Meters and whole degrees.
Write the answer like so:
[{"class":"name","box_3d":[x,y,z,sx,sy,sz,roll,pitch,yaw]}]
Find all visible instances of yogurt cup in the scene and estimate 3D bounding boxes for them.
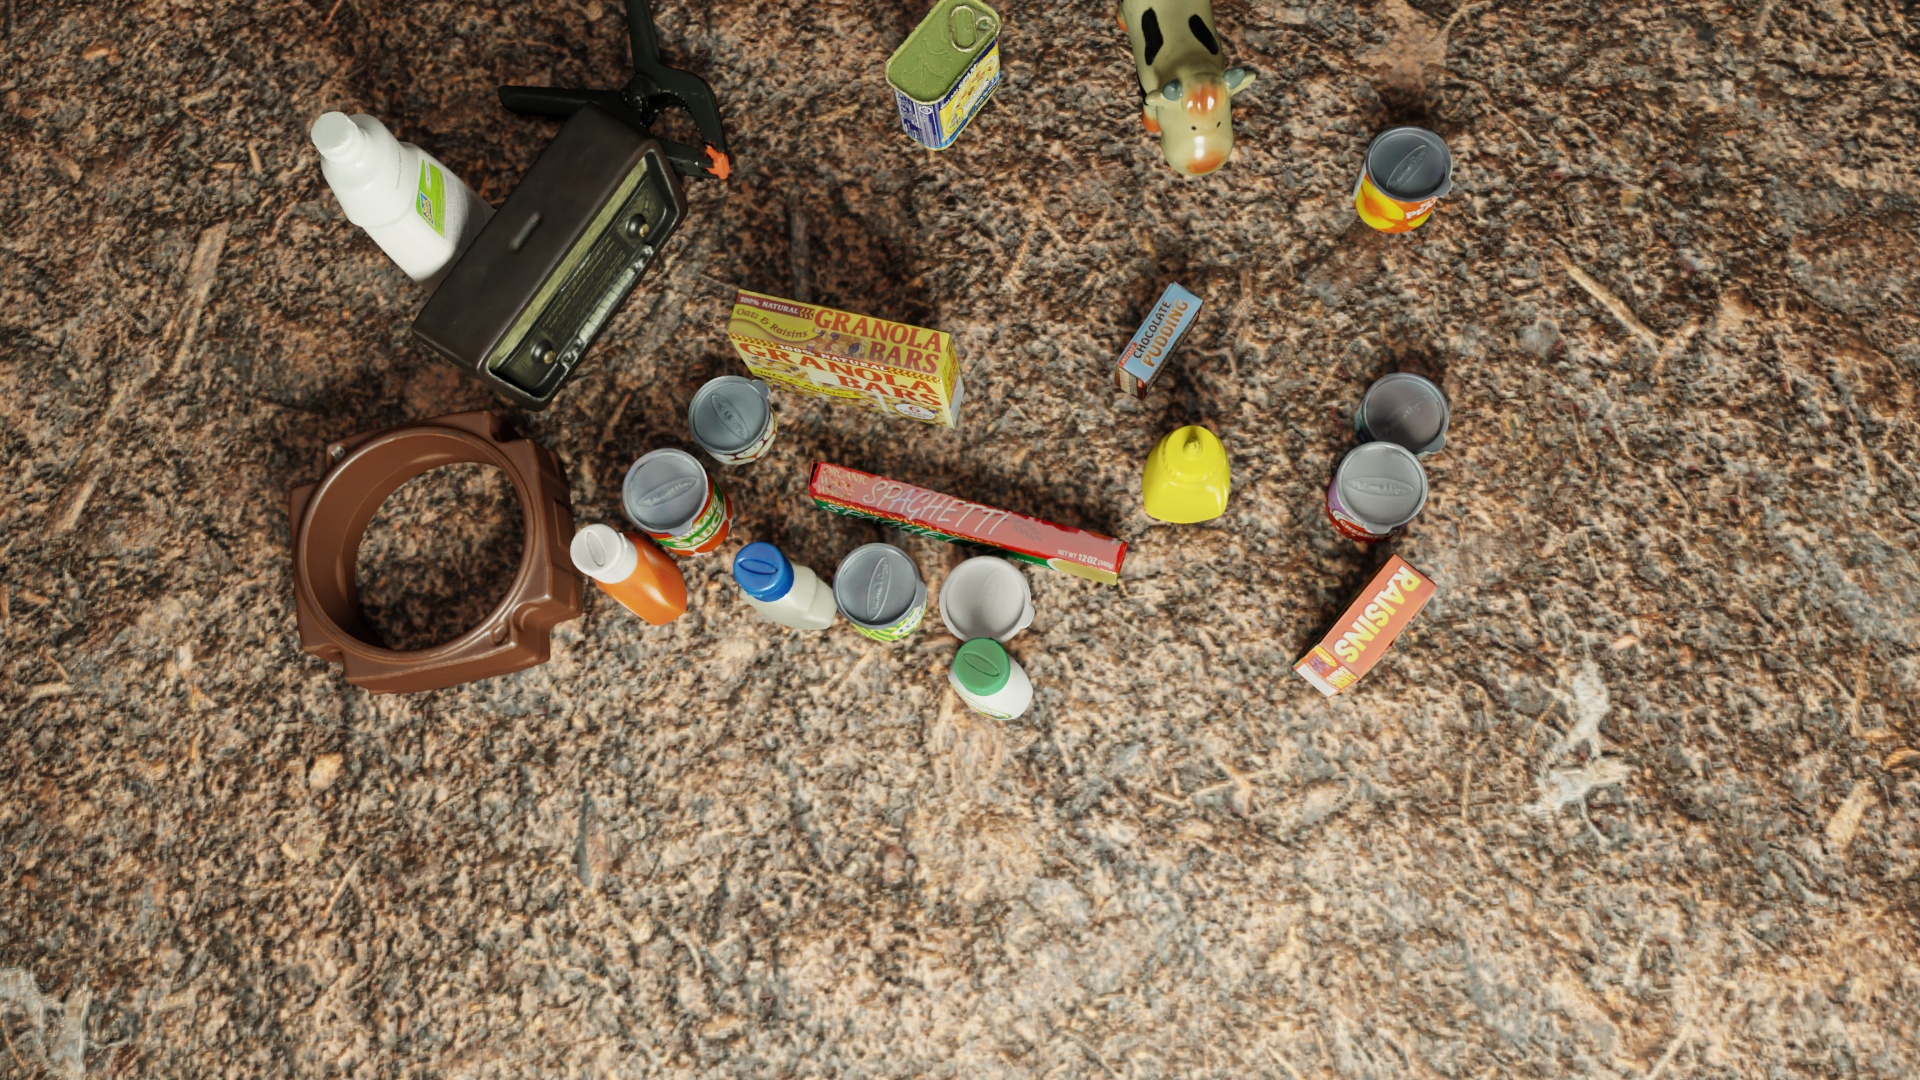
[{"class":"yogurt cup","box_3d":[0.020,0.050,1.052,0.072,0.054,0.072,-1,77,4]}]

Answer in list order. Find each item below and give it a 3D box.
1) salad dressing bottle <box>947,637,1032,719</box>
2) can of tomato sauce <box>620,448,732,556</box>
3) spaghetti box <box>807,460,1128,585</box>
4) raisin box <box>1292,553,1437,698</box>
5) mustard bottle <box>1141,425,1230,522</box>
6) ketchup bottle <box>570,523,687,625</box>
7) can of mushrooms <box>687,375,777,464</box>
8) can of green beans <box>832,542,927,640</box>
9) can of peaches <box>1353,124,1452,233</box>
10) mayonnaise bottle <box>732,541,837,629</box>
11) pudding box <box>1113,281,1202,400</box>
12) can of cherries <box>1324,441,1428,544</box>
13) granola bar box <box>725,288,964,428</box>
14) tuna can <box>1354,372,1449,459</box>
[{"class":"salad dressing bottle","box_3d":[0.019,0.097,0.992,0.064,0.147,0.044,30,81,11]},{"class":"can of tomato sauce","box_3d":[-0.216,-0.026,1.074,0.071,0.083,0.071,-1,77,5]},{"class":"spaghetti box","box_3d":[0.004,-0.013,1.070,0.250,0.050,0.029,15,79,8]},{"class":"raisin box","box_3d":[0.286,0.064,0.991,0.040,0.123,0.086,41,83,12]},{"class":"mustard bottle","box_3d":[0.167,-0.051,1.010,0.065,0.160,0.049,0,77,5]},{"class":"ketchup bottle","box_3d":[-0.246,0.021,1.031,0.043,0.148,0.065,-26,76,-1]},{"class":"can of mushrooms","box_3d":[-0.180,-0.097,1.114,0.071,0.033,0.071,-1,76,4]},{"class":"can of green beans","box_3d":[-0.060,0.040,1.058,0.071,0.057,0.071,-1,77,5]},{"class":"can of peaches","box_3d":[0.352,-0.284,1.104,0.071,0.058,0.071,-1,77,5]},{"class":"mayonnaise bottle","box_3d":[-0.132,0.034,1.019,0.065,0.148,0.041,12,78,7]},{"class":"pudding box","box_3d":[0.155,-0.157,1.093,0.030,0.049,0.084,33,81,11]},{"class":"can of cherries","box_3d":[0.311,-0.033,1.046,0.071,0.058,0.071,-1,77,5]},{"class":"granola bar box","box_3d":[-0.084,-0.139,1.070,0.166,0.124,0.039,13,78,8]},{"class":"tuna can","box_3d":[0.341,-0.092,1.071,0.071,0.032,0.071,-1,76,4]}]
